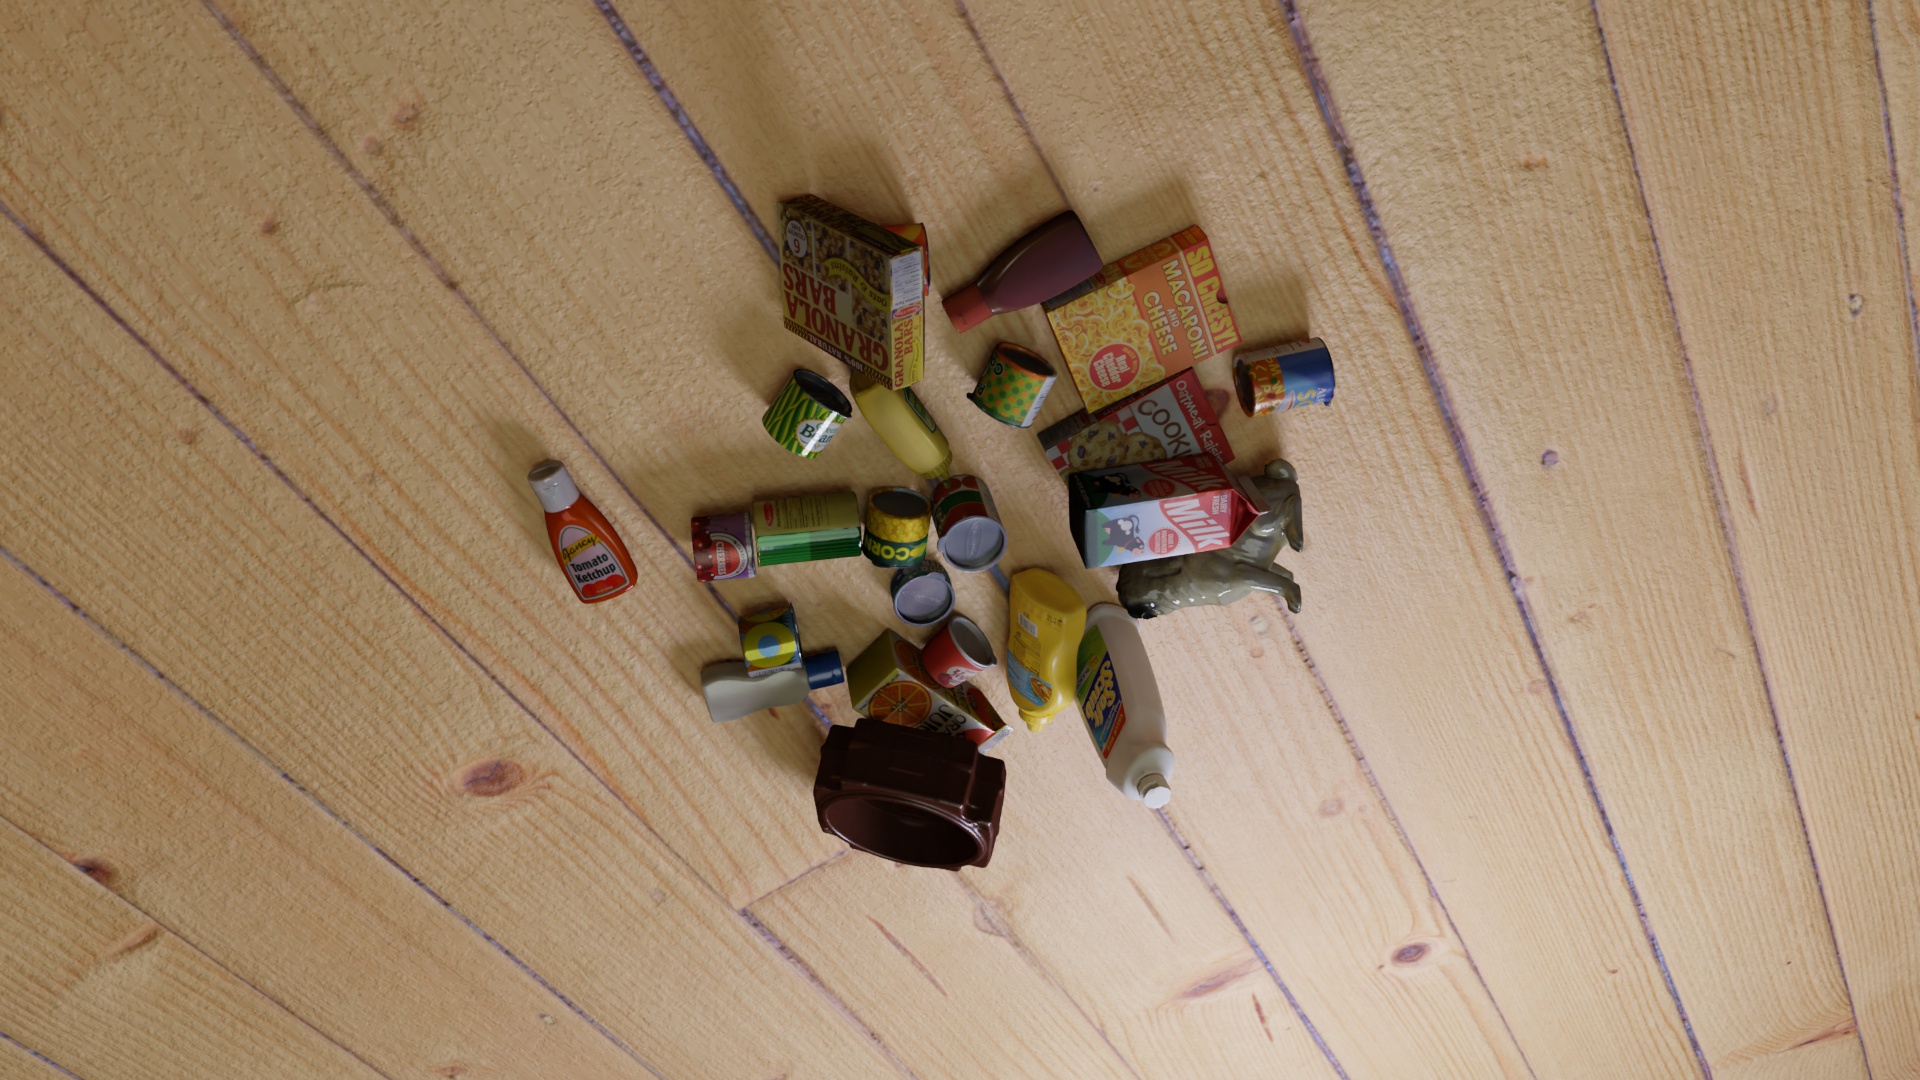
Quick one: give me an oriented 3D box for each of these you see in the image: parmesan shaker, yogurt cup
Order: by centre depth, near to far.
[{"bbox_3d":[-0.152,-0.009,1.380,0.103,0.071,0.071,-5,123,-9],"label":"parmesan shaker"},{"bbox_3d":[-0.005,0.123,1.502,0.053,0.073,0.072,-39,122,23],"label":"yogurt cup"}]

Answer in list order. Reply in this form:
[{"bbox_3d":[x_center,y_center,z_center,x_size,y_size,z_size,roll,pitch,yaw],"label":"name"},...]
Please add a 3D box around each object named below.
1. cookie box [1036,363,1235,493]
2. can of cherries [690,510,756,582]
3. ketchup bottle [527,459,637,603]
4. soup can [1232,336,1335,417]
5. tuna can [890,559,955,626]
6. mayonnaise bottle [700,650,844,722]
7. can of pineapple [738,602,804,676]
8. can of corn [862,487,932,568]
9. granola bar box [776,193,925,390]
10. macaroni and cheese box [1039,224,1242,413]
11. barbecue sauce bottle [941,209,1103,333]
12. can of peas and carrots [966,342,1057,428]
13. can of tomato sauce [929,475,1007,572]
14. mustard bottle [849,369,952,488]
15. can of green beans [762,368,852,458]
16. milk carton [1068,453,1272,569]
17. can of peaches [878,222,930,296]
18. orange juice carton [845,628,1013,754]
[{"bbox_3d":[0.181,-0.095,1.415,0.167,0.040,0.122,-29,124,7],"label":"cookie box"},{"bbox_3d":[-0.234,0.007,1.373,0.058,0.072,0.071,-6,123,-8],"label":"can of cherries"},{"bbox_3d":[-0.371,-0.009,1.350,0.065,0.044,0.148,-20,124,1],"label":"ketchup bottle"},{"bbox_3d":[0.323,-0.160,1.387,0.084,0.071,0.071,-13,124,-3],"label":"soup can"},{"bbox_3d":[-0.040,0.053,1.467,0.071,0.033,0.070,-6,123,-9],"label":"tuna can"},{"bbox_3d":[-0.200,0.151,1.492,0.148,0.041,0.064,-12,126,-6],"label":"mayonnaise bottle"},{"bbox_3d":[-0.197,0.103,1.447,0.058,0.071,0.070,-11,124,-5],"label":"can of pineapple"},{"bbox_3d":[-0.065,-0.013,1.397,0.071,0.071,0.058,2,121,-13],"label":"can of corn"},{"bbox_3d":[-0.095,-0.217,1.205,0.039,0.166,0.123,-24,130,-32],"label":"granola bar box"},{"bbox_3d":[0.175,-0.211,1.339,0.166,0.040,0.123,-25,125,4],"label":"macaroni and cheese box"},{"bbox_3d":[0.055,-0.244,1.291,0.148,0.044,0.064,-29,123,8],"label":"barbecue sauce bottle"},{"bbox_3d":[0.050,-0.151,1.336,0.071,0.071,0.058,17,117,-22],"label":"can of peas and carrots"},{"bbox_3d":[0.005,-0.018,1.401,0.071,0.083,0.070,-6,123,-8],"label":"can of tomato sauce"},{"bbox_3d":[-0.048,-0.106,1.348,0.049,0.065,0.159,-29,130,13],"label":"mustard bottle"},{"bbox_3d":[-0.145,-0.119,1.313,0.071,0.071,0.057,28,113,-26],"label":"can of green beans"},{"bbox_3d":[0.209,-0.033,1.393,0.191,0.072,0.073,-9,125,-6],"label":"milk carton"},{"bbox_3d":[-0.060,-0.249,1.246,0.058,0.071,0.071,-5,123,-7],"label":"can of peaches"},{"bbox_3d":[-0.031,0.186,1.530,0.192,0.073,0.071,37,109,-30],"label":"orange juice carton"}]
